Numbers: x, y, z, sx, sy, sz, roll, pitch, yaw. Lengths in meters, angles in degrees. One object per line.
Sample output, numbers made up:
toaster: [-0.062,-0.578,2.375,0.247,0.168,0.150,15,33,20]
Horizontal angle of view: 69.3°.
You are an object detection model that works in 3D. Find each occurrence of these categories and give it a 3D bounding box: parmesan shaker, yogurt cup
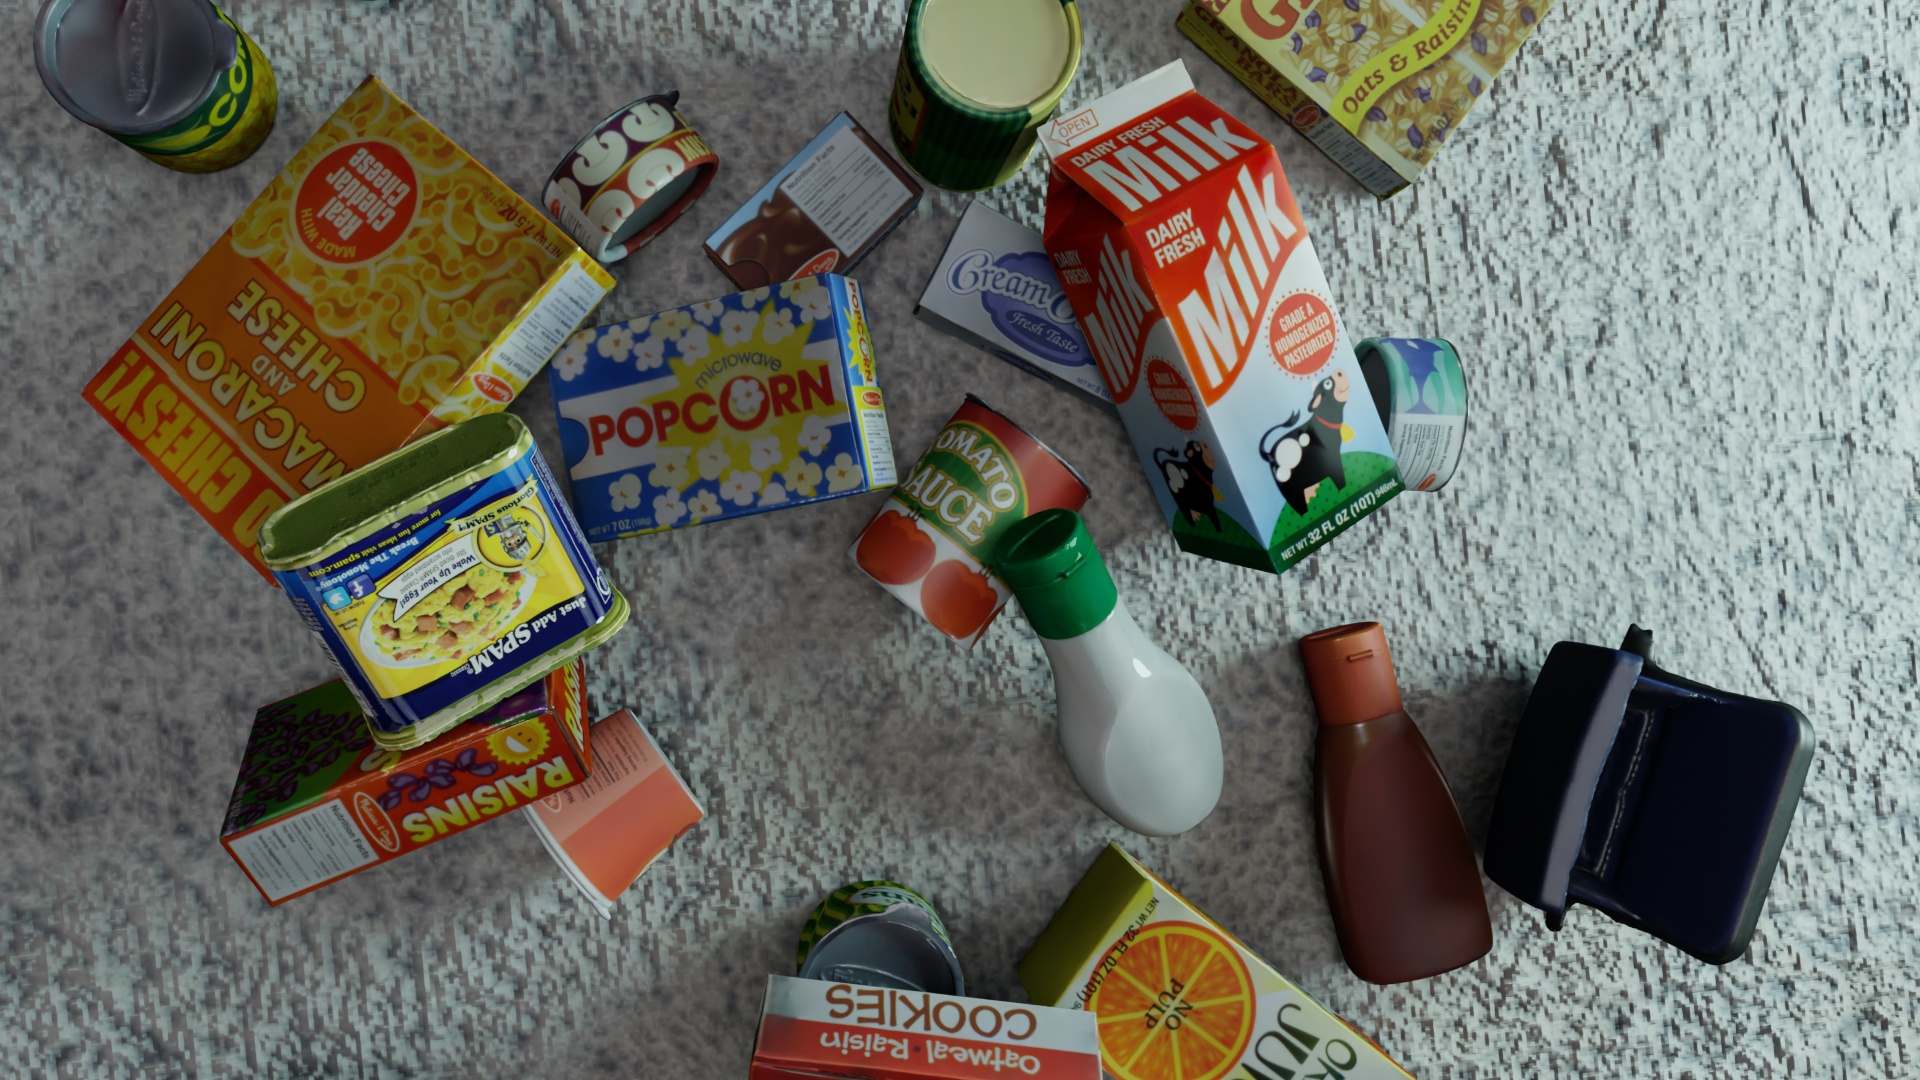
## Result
parmesan shaker: [0.008,-0.187,0.554,0.071,0.103,0.071,0,89,-6]
yogurt cup: [-0.140,0.104,0.554,0.054,0.072,0.072,-36,93,-13]

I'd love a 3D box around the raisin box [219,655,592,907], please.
raisin box: [-0.208,0.077,0.533,0.123,0.086,0.040,-21,119,-6]

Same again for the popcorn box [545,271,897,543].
popcorn box: [-0.095,-0.051,0.552,0.126,0.038,0.085,-10,91,16]

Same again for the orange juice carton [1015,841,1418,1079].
orange juice carton: [0.122,0.216,0.577,0.192,0.073,0.072,38,86,-5]

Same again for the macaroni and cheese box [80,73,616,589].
macaroni and cheese box: [-0.236,-0.078,0.539,0.124,0.040,0.166,40,86,15]

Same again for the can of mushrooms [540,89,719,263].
can of mushrooms: [-0.130,-0.145,0.556,0.071,0.071,0.033,-42,94,-5]

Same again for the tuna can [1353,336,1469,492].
tuna can: [0.187,-0.056,0.593,0.033,0.071,0.071,2,89,-6]

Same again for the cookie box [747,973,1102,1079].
cookie box: [-0.024,0.239,0.531,0.123,0.040,0.166,8,125,-6]

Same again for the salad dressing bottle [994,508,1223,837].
salad dressing bottle: [0.060,0.054,0.557,0.064,0.044,0.147,-38,120,-18]

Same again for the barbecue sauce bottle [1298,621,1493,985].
barbecue sauce bottle: [0.182,0.111,0.600,0.065,0.043,0.148,-14,90,-6]

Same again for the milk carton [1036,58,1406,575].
milk carton: [0.097,-0.088,0.552,0.072,0.073,0.190,-31,107,-17]

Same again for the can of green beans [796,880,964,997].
can of green beans: [-0.034,0.177,0.567,0.071,0.058,0.071,0,90,-6]

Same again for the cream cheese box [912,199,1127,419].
cream cheese box: [0.037,-0.099,0.596,0.104,0.024,0.053,26,85,-6]

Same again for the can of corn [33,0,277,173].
can of corn: [-0.307,-0.183,0.541,0.071,0.058,0.071,0,89,-6]

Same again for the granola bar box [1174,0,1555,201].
granola bar box: [0.194,-0.253,0.609,0.124,0.039,0.165,39,86,-5]

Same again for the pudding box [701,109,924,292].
pudding box: [-0.062,-0.133,0.582,0.084,0.030,0.049,-45,95,-5]

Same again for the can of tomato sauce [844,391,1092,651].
can of tomato sauce: [0.002,-0.007,0.568,0.071,0.071,0.083,38,86,-5]
